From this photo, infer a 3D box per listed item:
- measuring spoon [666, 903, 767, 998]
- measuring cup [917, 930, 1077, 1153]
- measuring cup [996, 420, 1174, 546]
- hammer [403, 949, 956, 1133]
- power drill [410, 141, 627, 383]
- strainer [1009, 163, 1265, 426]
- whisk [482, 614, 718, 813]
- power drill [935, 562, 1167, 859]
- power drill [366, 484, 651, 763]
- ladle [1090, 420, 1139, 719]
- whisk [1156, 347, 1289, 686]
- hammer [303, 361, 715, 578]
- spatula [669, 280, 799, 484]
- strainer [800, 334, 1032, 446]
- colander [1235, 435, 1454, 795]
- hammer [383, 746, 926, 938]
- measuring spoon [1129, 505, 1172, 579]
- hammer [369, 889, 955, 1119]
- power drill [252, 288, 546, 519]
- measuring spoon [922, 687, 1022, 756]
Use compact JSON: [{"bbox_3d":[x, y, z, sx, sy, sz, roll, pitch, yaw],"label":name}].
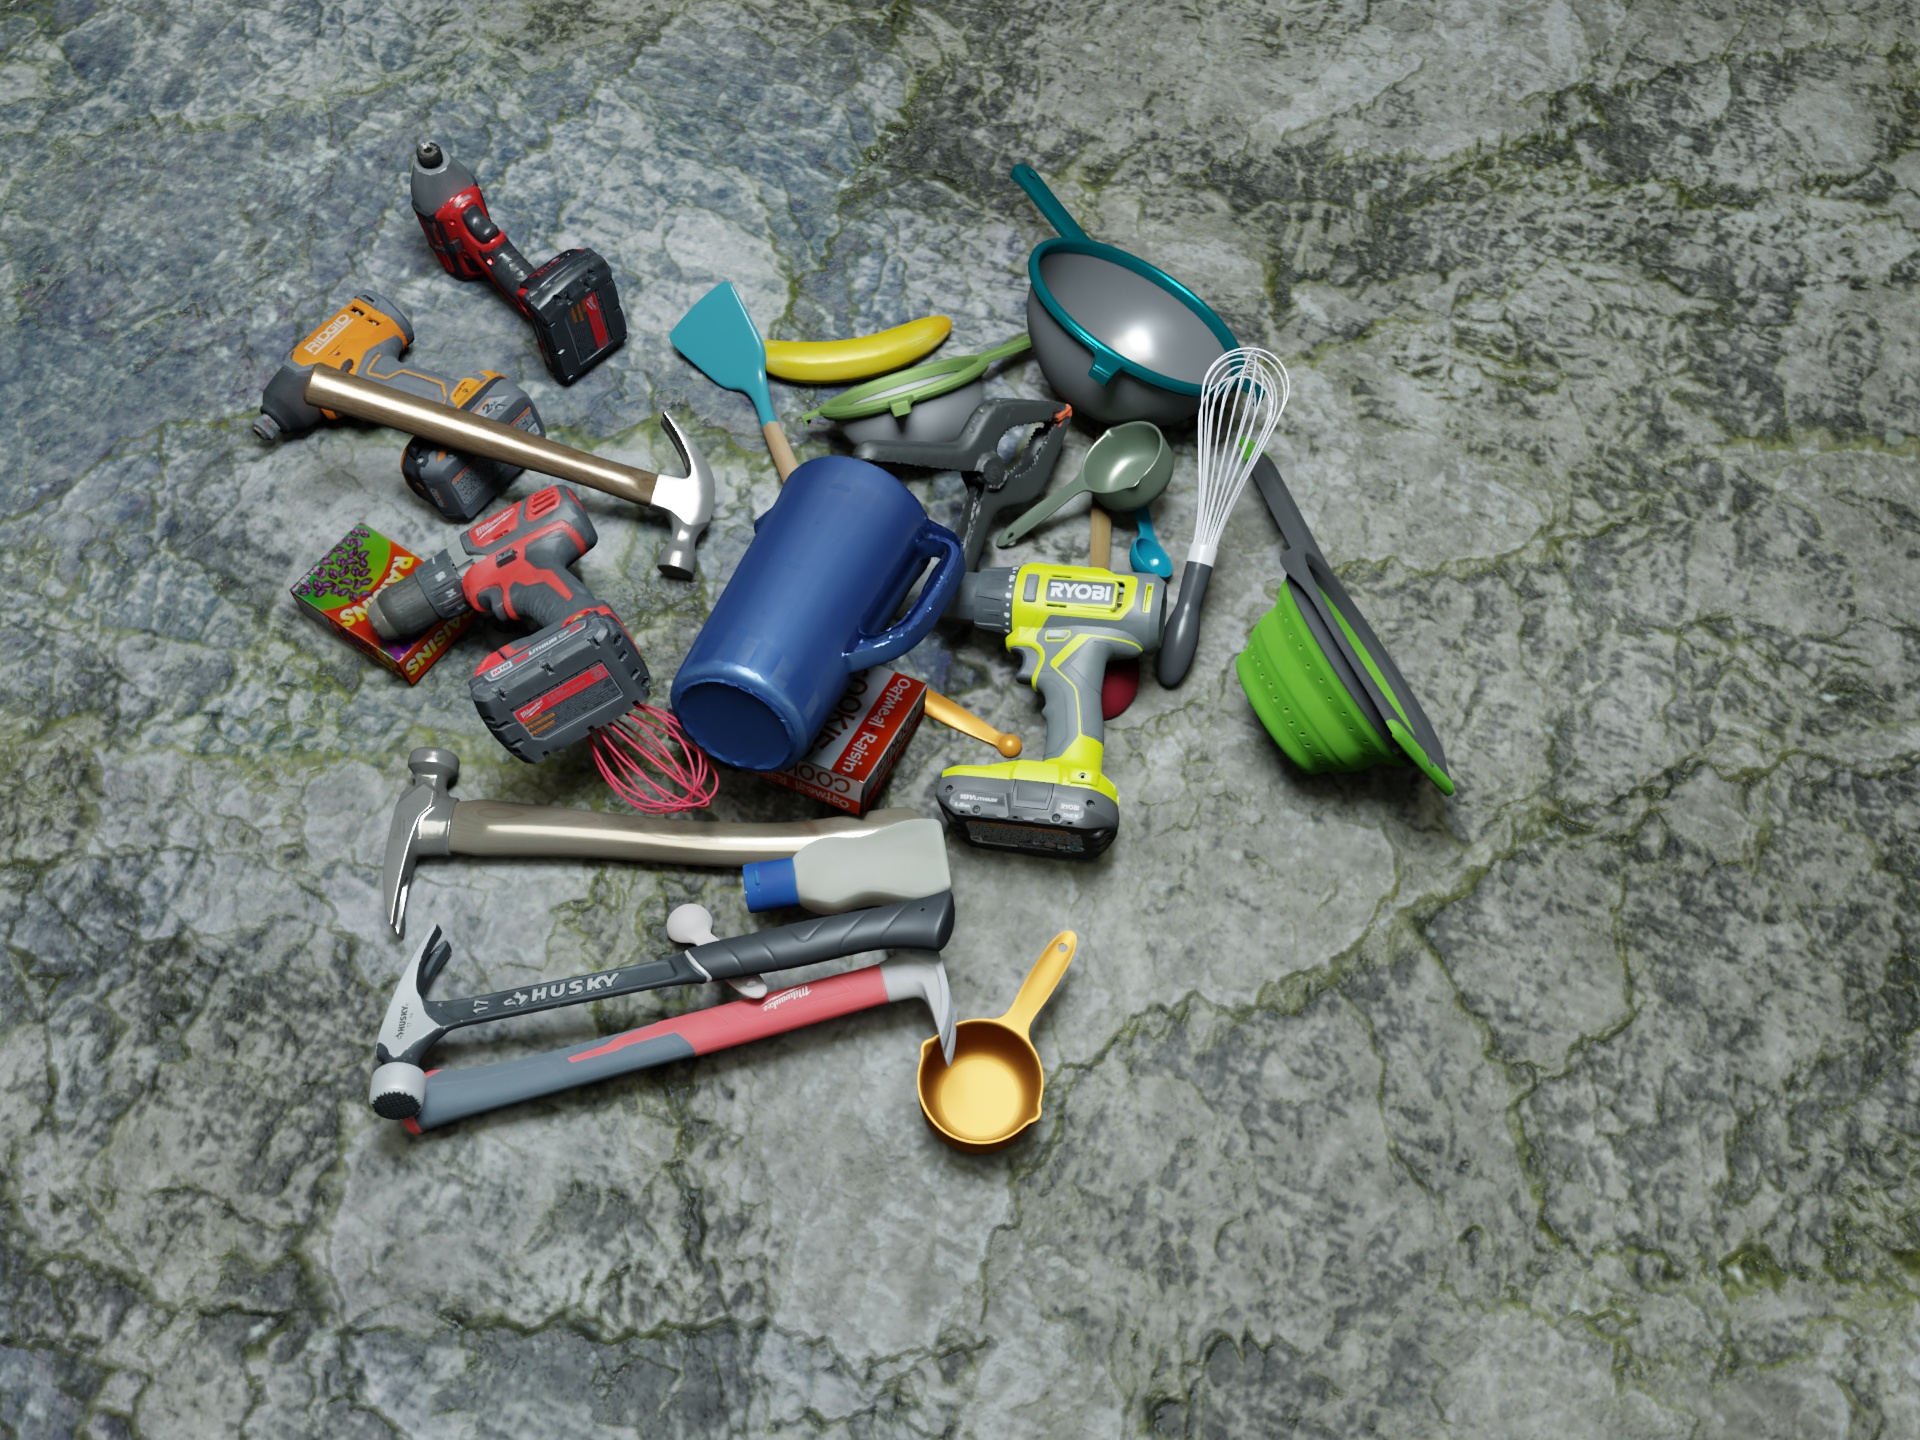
[{"bbox_3d":[-0.176,0.164,1.150,0.034,0.018,0.124,-29,38,-26],"label":"measuring spoon"},{"bbox_3d":[0.035,0.227,1.131,0.095,0.052,0.174,29,63,14],"label":"measuring cup"},{"bbox_3d":[0.106,-0.186,1.346,0.167,0.038,0.083,-33,43,16],"label":"measuring cup"},{"bbox_3d":[-0.196,0.231,1.106,0.386,0.038,0.143,-15,32,-5],"label":"hammer"},{"bbox_3d":[-0.405,-0.415,1.419,0.220,0.143,0.078,41,71,16],"label":"power drill"},{"bbox_3d":[0.109,-0.368,1.421,0.211,0.095,0.341,-1,48,-36],"label":"strainer"},{"bbox_3d":[-0.286,-0.012,1.226,0.073,0.073,0.296,-41,53,-20],"label":"whisk"},{"bbox_3d":[0.052,-0.018,1.231,0.190,0.080,0.229,6,67,12],"label":"power drill"},{"bbox_3d":[-0.346,-0.071,1.203,0.188,0.080,0.227,-30,48,-5],"label":"power drill"},{"bbox_3d":[0.119,-0.144,1.346,0.069,0.031,0.316,4,60,2],"label":"ladle"},{"bbox_3d":[0.206,-0.165,1.291,0.070,0.070,0.284,14,89,7],"label":"whisk"},{"bbox_3d":[-0.362,-0.226,1.303,0.331,0.031,0.130,17,75,-16],"label":"hammer"},{"bbox_3d":[-0.165,-0.236,1.380,0.082,0.044,0.318,-36,65,25],"label":"spatula"},{"bbox_3d":[-0.002,-0.282,1.399,0.256,0.069,0.151,-28,22,-33],"label":"strainer"},{"bbox_3d":[0.262,-0.084,1.276,0.094,0.204,0.398,-34,44,20],"label":"colander"},{"bbox_3d":[-0.225,0.099,1.204,0.410,0.038,0.146,2,63,0],"label":"hammer"},{"bbox_3d":[0.151,-0.167,1.364,0.042,0.021,0.129,18,46,-33],"label":"measuring spoon"},{"bbox_3d":[-0.204,0.173,1.115,0.409,0.036,0.149,-11,42,0],"label":"hammer"},{"bbox_3d":[-0.492,-0.266,1.374,0.227,0.084,0.164,32,68,19],"label":"power drill"},{"bbox_3d":[-0.002,-0.004,1.276,0.117,0.011,0.021,29,65,14],"label":"measuring spoon"}]
